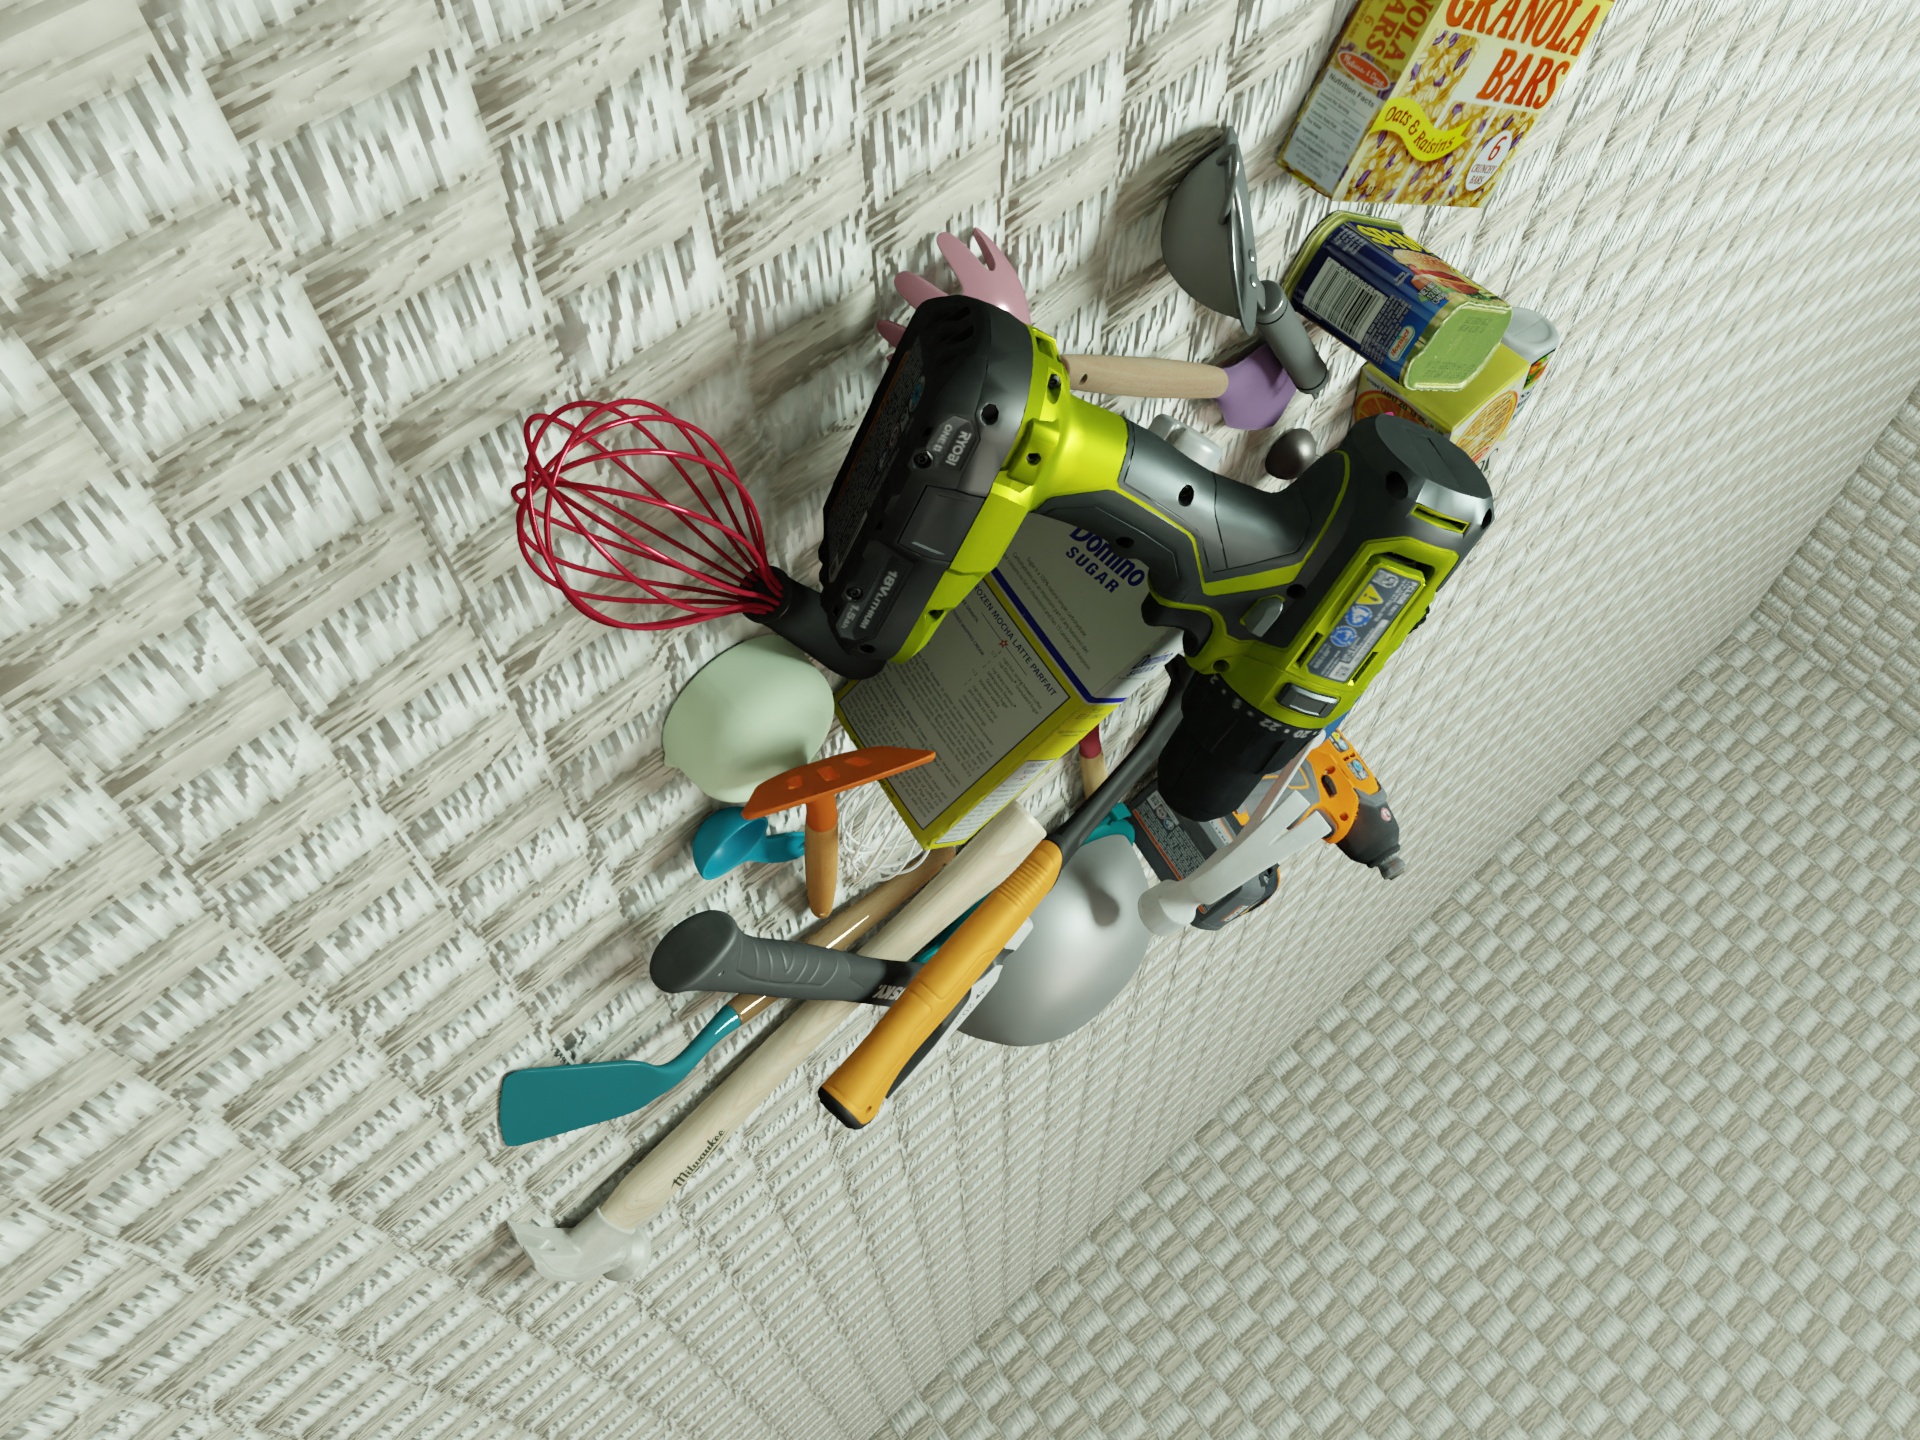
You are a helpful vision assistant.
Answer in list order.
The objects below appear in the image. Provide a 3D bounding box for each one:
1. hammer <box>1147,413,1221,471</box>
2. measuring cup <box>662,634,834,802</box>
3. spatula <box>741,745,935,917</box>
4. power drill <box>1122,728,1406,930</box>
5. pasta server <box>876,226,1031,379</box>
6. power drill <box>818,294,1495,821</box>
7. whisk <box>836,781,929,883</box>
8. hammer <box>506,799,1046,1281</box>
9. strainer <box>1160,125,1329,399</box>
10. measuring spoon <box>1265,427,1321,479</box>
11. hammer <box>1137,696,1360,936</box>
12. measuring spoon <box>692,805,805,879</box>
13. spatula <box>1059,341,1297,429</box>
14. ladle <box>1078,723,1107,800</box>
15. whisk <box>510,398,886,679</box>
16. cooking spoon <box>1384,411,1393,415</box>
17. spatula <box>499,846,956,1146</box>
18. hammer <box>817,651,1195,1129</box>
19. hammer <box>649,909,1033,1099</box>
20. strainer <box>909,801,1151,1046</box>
[{"bbox_3d":[0.161,-0.089,0.948,0.143,0.038,0.386,-59,157,17],"label":"hammer"},{"bbox_3d":[-0.080,0.019,0.747,0.083,0.038,0.167,-44,155,-5],"label":"measuring cup"},{"bbox_3d":[-0.065,0.063,0.775,0.081,0.041,0.322,-18,163,-11],"label":"spatula"},{"bbox_3d":[0.252,0.081,1.252,0.226,0.164,0.084,-21,161,-40],"label":"power drill"},{"bbox_3d":[0.029,-0.118,0.728,0.060,0.040,0.316,-45,161,-2],"label":"pasta server"},{"bbox_3d":[0.065,-0.052,0.620,0.228,0.080,0.190,16,127,-19],"label":"power drill"},{"bbox_3d":[-0.001,-0.003,0.821,0.246,0.057,0.059,-56,-169,32],"label":"whisk"},{"bbox_3d":[-0.105,0.199,1.009,0.410,0.038,0.146,-44,156,-5],"label":"hammer"},{"bbox_3d":[0.138,-0.197,0.742,0.258,0.050,0.087,21,66,-64],"label":"strainer"},{"bbox_3d":[0.230,-0.149,0.984,0.124,0.018,0.034,15,121,-47],"label":"measuring spoon"},{"bbox_3d":[0.260,0.016,1.173,0.144,0.035,0.405,-40,-178,40],"label":"hammer"},{"bbox_3d":[-0.104,0.059,0.812,0.042,0.021,0.128,-48,166,7],"label":"measuring spoon"},{"bbox_3d":[0.115,-0.166,0.770,0.316,0.018,0.059,-19,140,-59],"label":"spatula"},{"bbox_3d":[0.090,0.028,1.067,0.069,0.031,0.315,-43,159,-11],"label":"ladle"},{"bbox_3d":[-0.082,-0.053,0.606,0.073,0.073,0.295,-47,162,4],"label":"whisk"},{"bbox_3d":[0.193,-0.058,0.984,0.069,0.017,0.318,-27,149,-37],"label":"cooking spoon"},{"bbox_3d":[-0.119,0.147,0.918,0.317,0.044,0.082,-34,154,-36],"label":"spatula"},{"bbox_3d":[0.035,0.099,0.937,0.337,0.034,0.127,-48,151,-14],"label":"hammer"},{"bbox_3d":[-0.070,0.151,0.908,0.146,0.035,0.334,-52,153,6],"label":"hammer"},{"bbox_3d":[0.078,0.197,1.219,0.211,0.095,0.340,-37,158,-8],"label":"strainer"}]
